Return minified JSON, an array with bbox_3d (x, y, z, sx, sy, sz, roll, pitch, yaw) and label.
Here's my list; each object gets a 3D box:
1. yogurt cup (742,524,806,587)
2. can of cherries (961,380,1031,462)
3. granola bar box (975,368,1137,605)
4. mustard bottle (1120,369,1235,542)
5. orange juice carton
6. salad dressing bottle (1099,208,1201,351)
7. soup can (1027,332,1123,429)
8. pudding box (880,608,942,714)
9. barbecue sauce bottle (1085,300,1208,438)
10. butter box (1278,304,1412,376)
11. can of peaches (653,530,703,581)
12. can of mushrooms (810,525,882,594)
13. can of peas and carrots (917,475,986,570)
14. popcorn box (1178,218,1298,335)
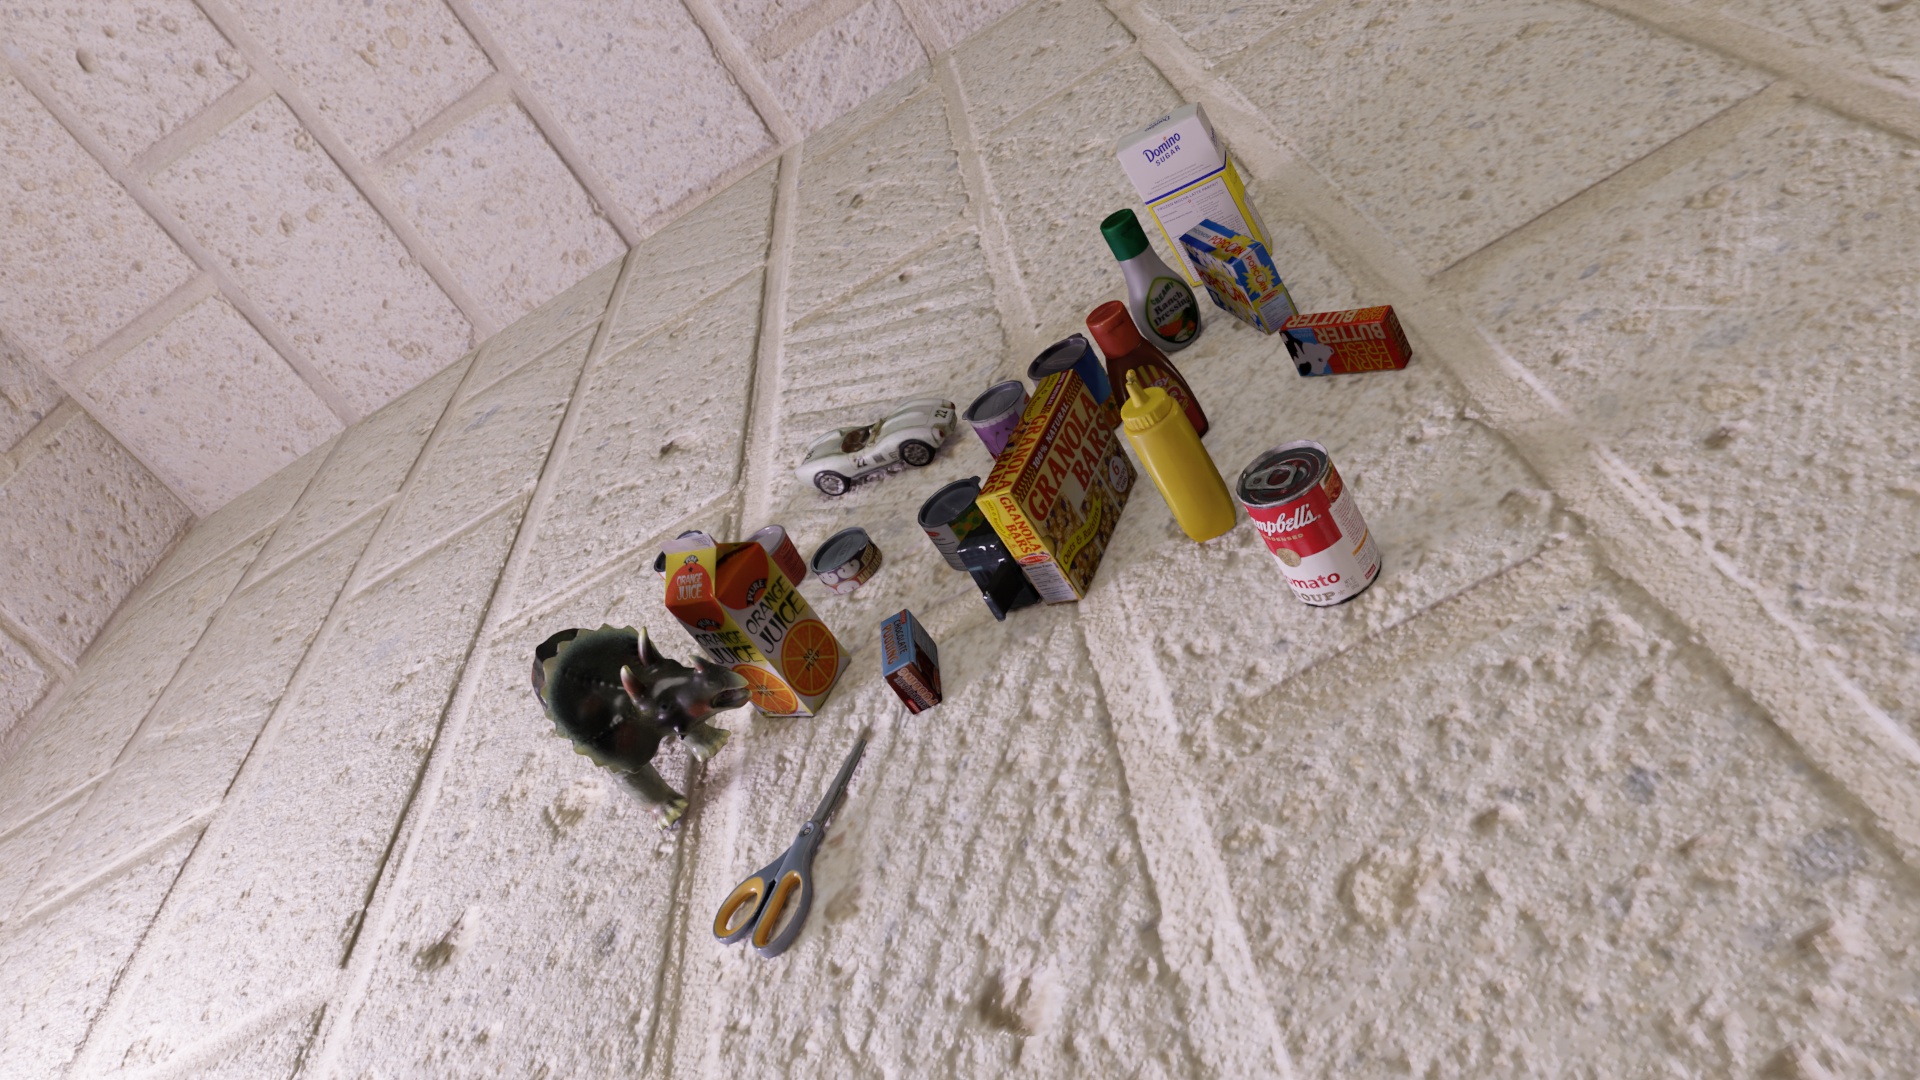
[{"bbox_3d":[-0.197,0.024,1.448,0.072,0.053,0.073,-26,29,16],"label":"yogurt cup"},{"bbox_3d":[0.046,-0.118,1.401,0.071,0.058,0.072,-26,29,16],"label":"can of cherries"},{"bbox_3d":[0.086,-0.047,1.178,0.039,0.124,0.166,-12,36,37],"label":"granola bar box"},{"bbox_3d":[0.165,-0.072,1.095,0.049,0.159,0.065,-28,29,14],"label":"mustard bottle"},{"bbox_3d":[-0.188,0.067,1.226,0.071,0.192,0.073,-8,38,41],"label":"orange juice carton"},{"bbox_3d":[0.186,-0.256,1.368,0.064,0.147,0.044,-37,28,-4],"label":"salad dressing bottle"},{"bbox_3d":[0.115,-0.146,1.343,0.071,0.083,0.072,-26,29,16],"label":"soup can"},{"bbox_3d":[-0.042,0.101,1.169,0.030,0.049,0.084,-29,29,11],"label":"pudding box"},{"bbox_3d":[0.160,-0.142,1.220,0.065,0.148,0.044,-35,28,1],"label":"barbecue sauce bottle"},{"bbox_3d":[0.328,-0.169,1.182,0.103,0.053,0.024,2,45,48],"label":"butter box"},{"bbox_3d":[-0.295,0.030,1.540,0.071,0.058,0.071,-26,29,16],"label":"can of peaches"},{"bbox_3d":[-0.112,0.019,1.385,0.071,0.033,0.071,-26,29,16],"label":"can of mushrooms"},{"bbox_3d":[0.005,-0.016,1.288,0.071,0.058,0.071,-26,29,16],"label":"can of peas and carrots"},{"bbox_3d":[0.268,-0.258,1.348,0.038,0.085,0.127,-35,28,1],"label":"popcorn box"}]
